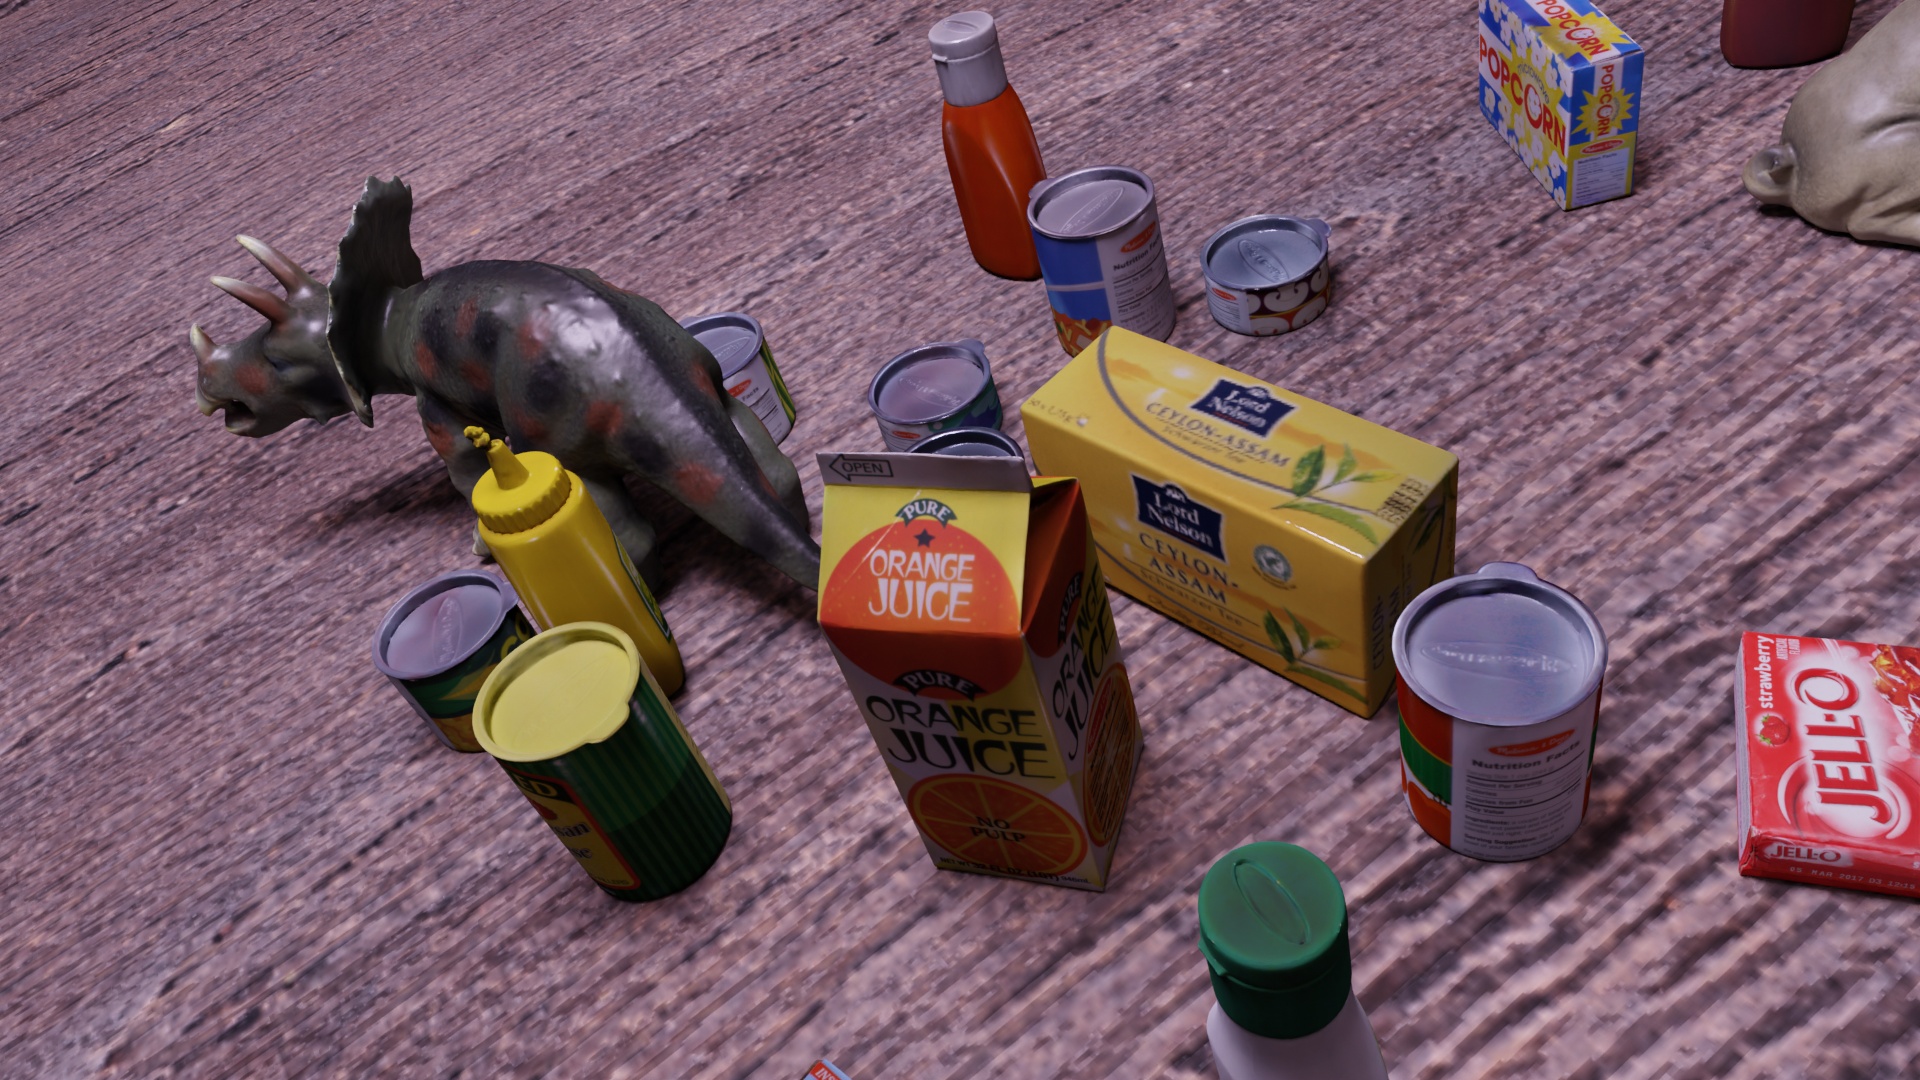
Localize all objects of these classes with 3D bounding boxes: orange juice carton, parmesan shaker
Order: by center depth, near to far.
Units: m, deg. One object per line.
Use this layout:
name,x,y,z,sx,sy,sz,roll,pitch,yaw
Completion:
orange juice carton,0.009,0.039,0.491,0.072,0.191,0.073,3,47,22
parmesan shaker,-0.138,0.092,0.554,0.071,0.102,0.072,-10,44,10

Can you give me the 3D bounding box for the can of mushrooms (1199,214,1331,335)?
can of mushrooms,0.165,-0.142,0.739,0.071,0.033,0.071,-10,44,10

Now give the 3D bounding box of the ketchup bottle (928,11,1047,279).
ketchup bottle,0.017,-0.222,0.788,0.044,0.148,0.065,-40,47,-21

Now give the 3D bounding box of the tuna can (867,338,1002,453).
tuna can,-0.011,-0.073,0.730,0.071,0.032,0.071,-10,44,10

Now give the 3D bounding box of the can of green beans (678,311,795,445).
can of green beans,-0.130,-0.083,0.763,0.071,0.057,0.071,-10,44,10

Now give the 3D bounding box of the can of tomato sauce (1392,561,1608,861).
can of tomato sauce,0.187,0.061,0.487,0.071,0.082,0.071,-10,44,10

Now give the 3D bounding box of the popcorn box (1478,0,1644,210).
popcorn box,0.323,-0.250,0.757,0.038,0.084,0.127,-14,43,5

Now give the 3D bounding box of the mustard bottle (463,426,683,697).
mustard bottle,-0.172,0.010,0.607,0.049,0.159,0.065,-29,44,-11

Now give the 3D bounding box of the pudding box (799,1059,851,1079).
pudding box,-0.019,0.205,0.435,0.084,0.049,0.030,26,59,37

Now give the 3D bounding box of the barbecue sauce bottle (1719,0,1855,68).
barbecue sauce bottle,0.454,-0.333,0.750,0.065,0.147,0.044,-4,45,16

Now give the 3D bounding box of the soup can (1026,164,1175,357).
soup can,0.074,-0.147,0.739,0.071,0.083,0.072,-10,44,10

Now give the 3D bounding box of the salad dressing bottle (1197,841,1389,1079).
salad dressing bottle,0.094,0.140,0.391,0.044,0.147,0.064,-28,43,-9

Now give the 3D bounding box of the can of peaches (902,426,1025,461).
can of peaches,0.002,-0.008,0.640,0.071,0.057,0.071,-10,44,10

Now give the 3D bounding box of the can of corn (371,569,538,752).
can of corn,-0.229,0.056,0.655,0.071,0.058,0.071,-10,44,10
